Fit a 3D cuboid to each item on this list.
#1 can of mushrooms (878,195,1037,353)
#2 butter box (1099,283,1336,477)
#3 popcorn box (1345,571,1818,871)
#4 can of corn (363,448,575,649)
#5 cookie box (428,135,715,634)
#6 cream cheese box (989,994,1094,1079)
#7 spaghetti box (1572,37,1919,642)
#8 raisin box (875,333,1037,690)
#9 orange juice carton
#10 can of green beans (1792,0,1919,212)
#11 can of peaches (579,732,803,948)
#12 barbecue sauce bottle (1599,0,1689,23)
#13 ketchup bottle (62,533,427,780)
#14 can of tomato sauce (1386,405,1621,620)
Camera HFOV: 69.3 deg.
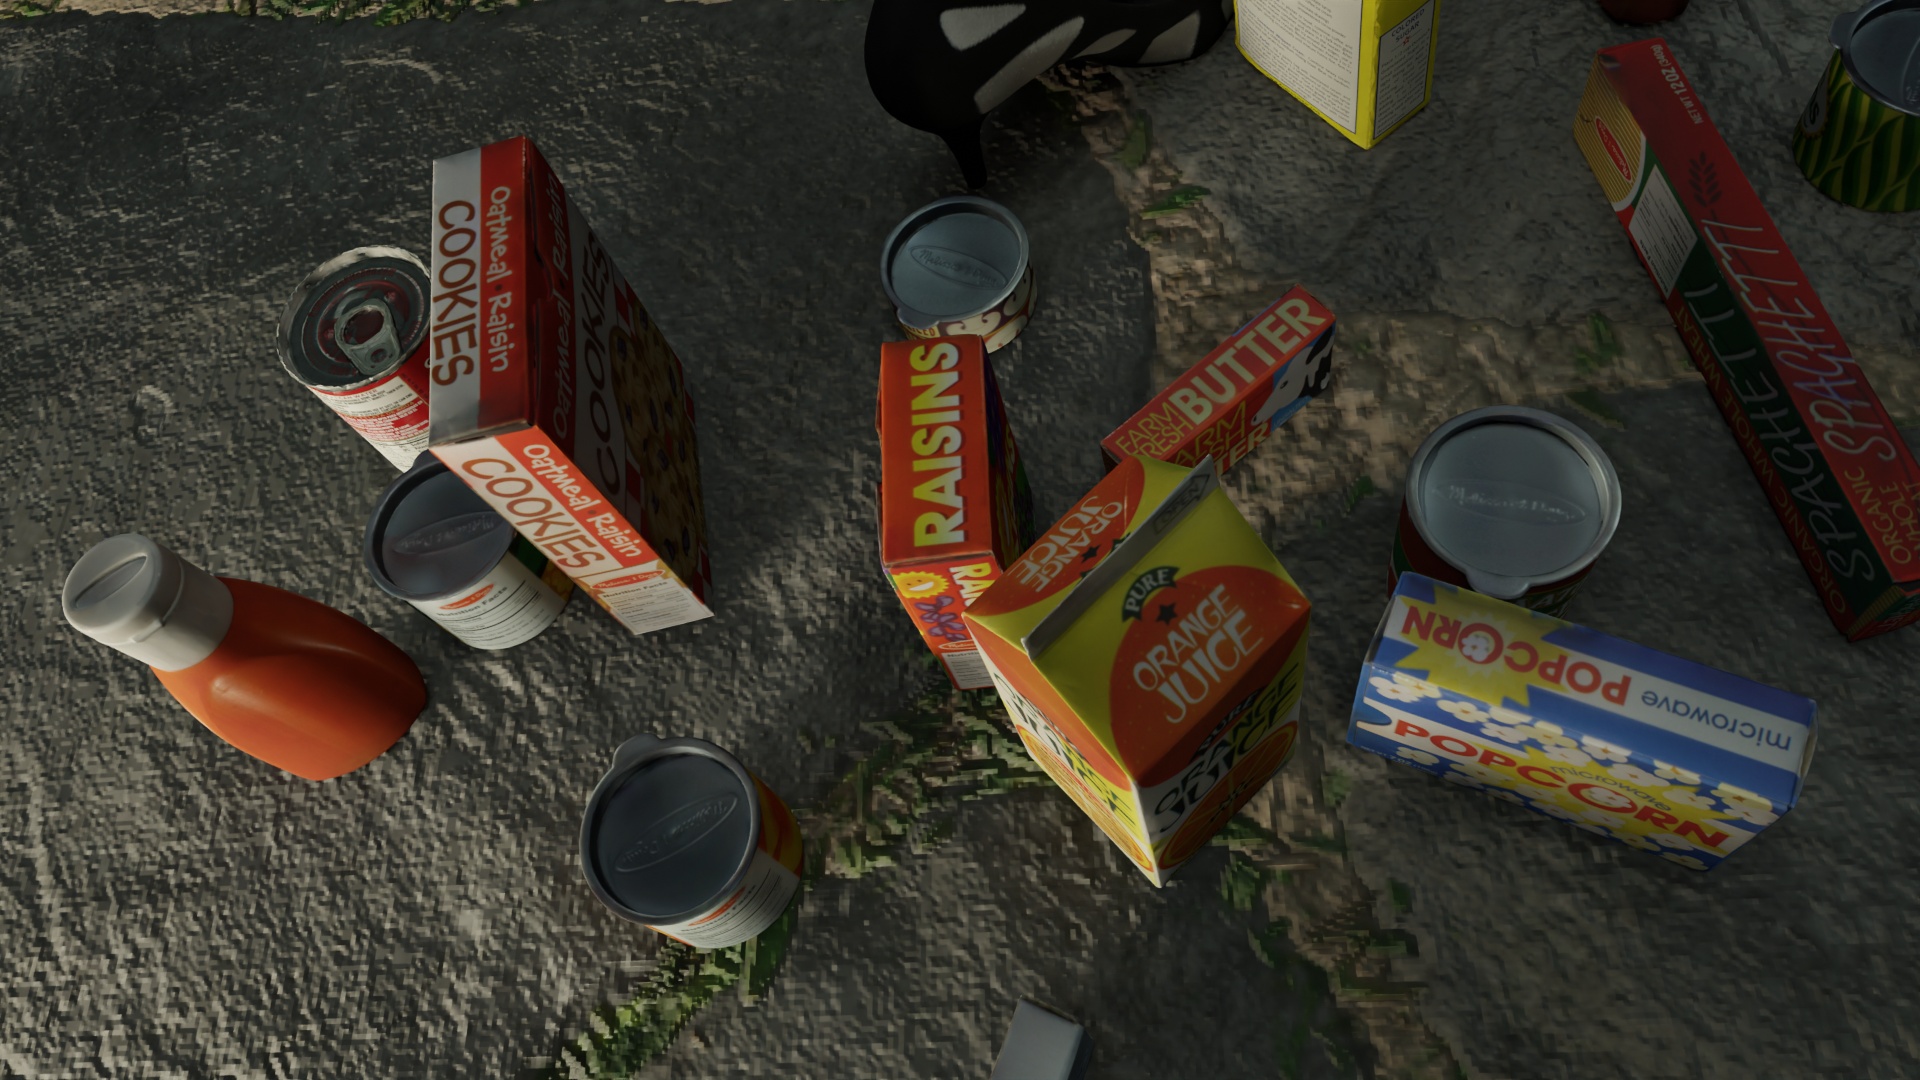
[{"bbox_3d":[-0.002,-0.113,0.610,0.071,0.033,0.071,-4,64,9],"label":"can of mushrooms"},{"bbox_3d":[0.103,-0.051,0.549,0.103,0.053,0.024,-39,64,-8],"label":"butter box"},{"bbox_3d":[0.197,0.061,0.458,0.127,0.085,0.038,19,70,19],"label":"popcorn box"},{"bbox_3d":[-0.202,0.003,0.580,0.071,0.058,0.071,-4,64,9],"label":"can of corn"},{"bbox_3d":[-0.144,-0.052,0.534,0.040,0.167,0.123,-13,63,5],"label":"cookie box"},{"bbox_3d":[0.014,0.202,0.444,0.024,0.053,0.104,17,69,18],"label":"cream cheese box"},{"bbox_3d":[0.299,-0.084,0.527,0.029,0.050,0.251,-15,63,4],"label":"spaghetti box"},{"bbox_3d":[0.002,-0.006,0.508,0.040,0.123,0.086,-6,64,9],"label":"raisin box"},{"bbox_3d":[0.057,0.041,0.435,0.072,0.192,0.073,-42,65,-10],"label":"orange juice carton"},{"bbox_3d":[0.375,-0.174,0.551,0.071,0.057,0.071,-4,64,9],"label":"can of green beans"},{"bbox_3d":[-0.097,0.110,0.508,0.071,0.058,0.071,-4,64,9],"label":"can of peaches"},{"bbox_3d":[0.297,-0.289,0.571,0.044,0.148,0.065,-2,65,10],"label":"barbecue sauce bottle"},{"bbox_3d":[-0.265,0.045,0.522,0.065,0.148,0.043,-37,64,-7],"label":"ketchup bottle"},{"bbox_3d":[0.187,0.003,0.489,0.071,0.082,0.071,-4,64,9],"label":"can of tomato sauce"}]
